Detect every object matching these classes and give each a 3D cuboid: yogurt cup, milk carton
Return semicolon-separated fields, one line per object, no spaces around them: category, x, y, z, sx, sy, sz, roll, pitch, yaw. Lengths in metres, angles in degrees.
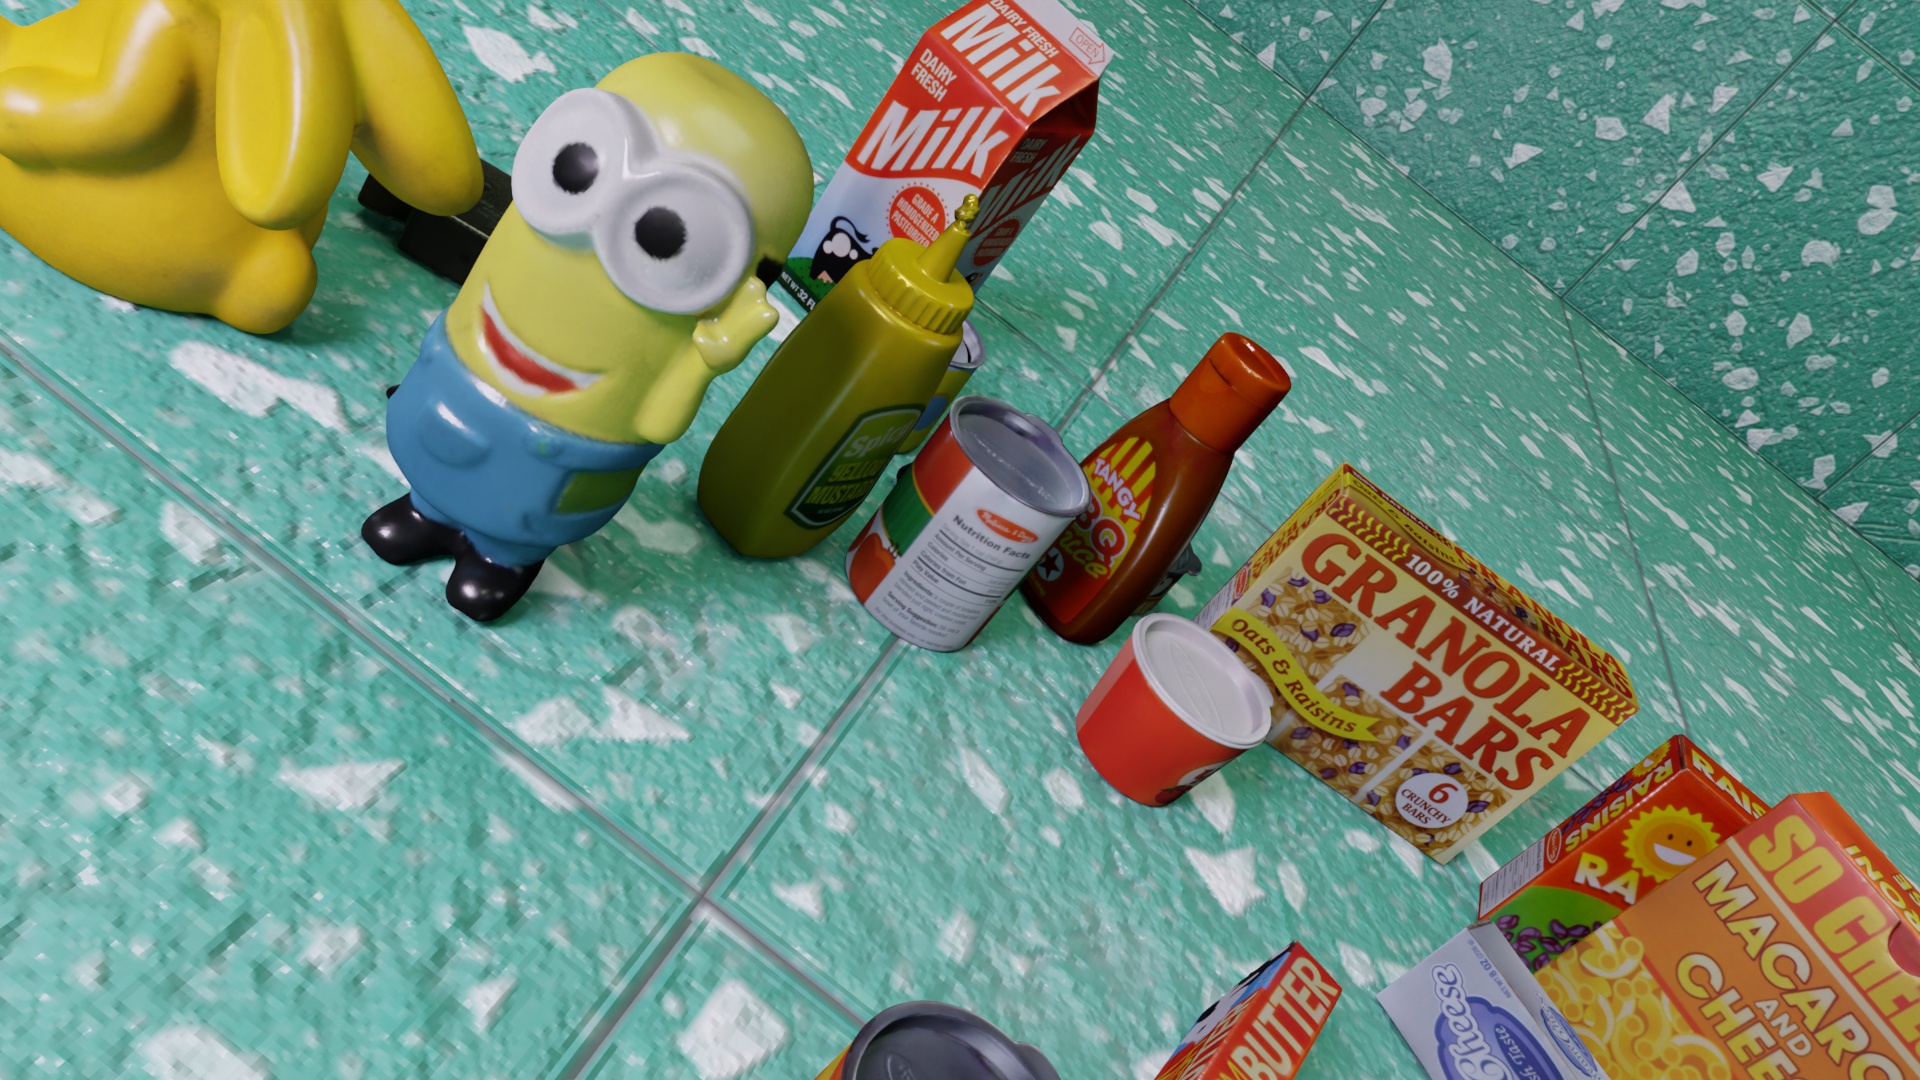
yogurt cup;0.084;0.072;0.569;0.072;0.053;0.073;28;31;-18
milk carton;-0.004;-0.181;0.683;0.072;0.189;0.074;46;30;13

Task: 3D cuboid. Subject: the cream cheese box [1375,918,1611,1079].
cream cheese box;0.211;0.204;0.527;0.024;0.053;0.104;4;44;-45

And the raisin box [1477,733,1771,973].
raisin box;0.311;0.159;0.627;0.086;0.123;0.040;42;30;6

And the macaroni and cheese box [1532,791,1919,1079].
macaroni and cheese box;0.292;0.192;0.517;0.040;0.165;0.124;7;42;-43

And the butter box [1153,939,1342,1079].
butter box;0.080;0.169;0.433;0.024;0.053;0.104;46;31;14

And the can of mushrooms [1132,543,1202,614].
can of mushrooms;0.080;0.003;0.679;0.071;0.033;0.071;27;31;-18

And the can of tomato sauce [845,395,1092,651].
can of tomato sauce;0.002;-0.007;0.559;0.071;0.082;0.071;28;31;-18

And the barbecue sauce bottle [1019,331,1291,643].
barbecue sauce bottle;0.082;-0.024;0.604;0.044;0.148;0.065;5;43;-44

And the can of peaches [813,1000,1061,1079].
can of peaches;-0.013;0.157;0.343;0.071;0.057;0.071;28;31;-18

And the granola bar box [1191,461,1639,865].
granola bar box;0.201;0.059;0.643;0.165;0.123;0.039;35;30;-6

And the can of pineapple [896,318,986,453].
can of pineapple;-0.032;-0.083;0.652;0.071;0.057;0.071;28;31;-18

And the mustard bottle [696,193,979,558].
mustard bottle;-0.038;-0.061;0.513;0.049;0.159;0.065;49;31;18
